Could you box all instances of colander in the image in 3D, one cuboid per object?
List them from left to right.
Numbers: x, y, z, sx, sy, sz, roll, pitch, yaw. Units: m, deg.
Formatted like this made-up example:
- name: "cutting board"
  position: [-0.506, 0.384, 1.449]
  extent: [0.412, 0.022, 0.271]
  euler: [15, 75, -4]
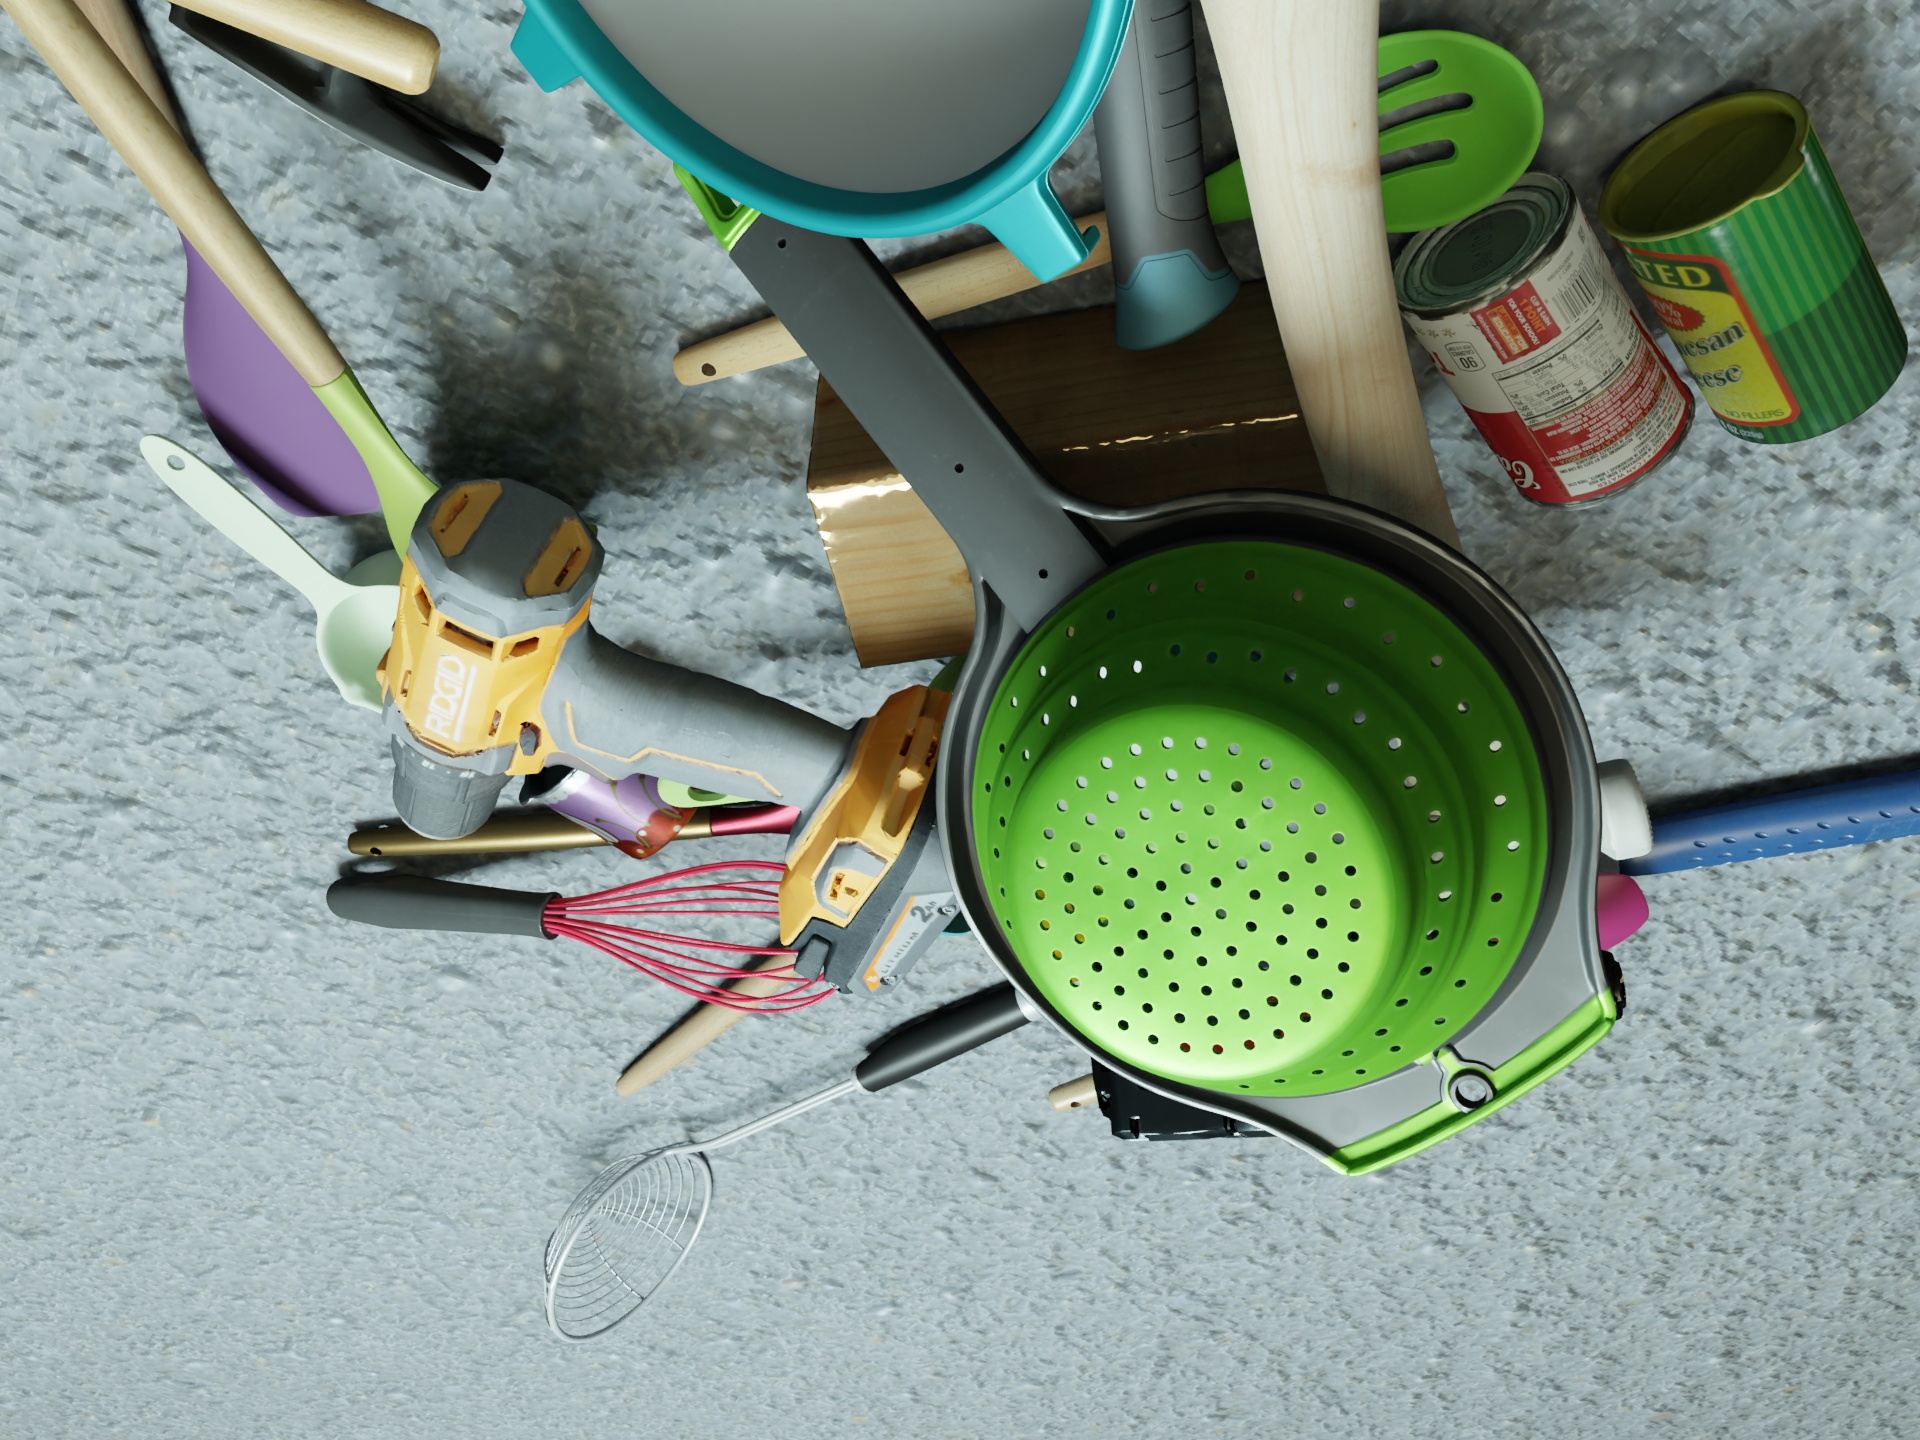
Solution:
- name: "colander"
  position: [0.027, -0.026, 0.467]
  extent: [0.204, 0.094, 0.397]
  euler: [-40, 86, 23]

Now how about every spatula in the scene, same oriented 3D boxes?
- name: "spatula"
  position: [-0.275, -0.197, 0.544]
  extent: [0.060, 0.018, 0.315]
  euler: [-2, 134, 5]
- name: "spatula"
  position: [-0.090, 0.140, 0.831]
  extent: [0.044, 0.082, 0.317]
  euler: [48, 126, -4]

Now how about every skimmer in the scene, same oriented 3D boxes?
- name: "skimmer"
  position: [-0.093, 0.255, 0.910]
  extent: [0.363, 0.090, 0.127]
  euler: [-29, 158, 22]

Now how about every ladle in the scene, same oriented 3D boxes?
- name: "ladle"
  position: [-0.221, -0.144, 0.530]
  extent: [0.078, 0.062, 0.319]
  euler: [4, 145, 25]
- name: "ladle"
  position: [-0.144, 0.052, 0.767]
  extent: [0.315, 0.031, 0.069]
  euler: [-3, 131, 6]

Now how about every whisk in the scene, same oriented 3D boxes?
- name: "whisk"
  position: [-0.274, -0.232, 0.453]
  extent: [0.245, 0.047, 0.051]
  euler: [18, 129, -17]
- name: "whisk"
  position: [-0.178, 0.095, 0.761]
  extent: [0.296, 0.073, 0.073]
  euler: [3, 134, 18]

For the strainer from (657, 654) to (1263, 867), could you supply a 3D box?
- name: "strainer"
  position: [-0.001, -0.002, 0.682]
  extent: [0.256, 0.069, 0.151]
  euler: [-6, 135, 5]

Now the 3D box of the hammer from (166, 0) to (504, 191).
- name: "hammer"
  position: [-0.115, -0.304, 0.431]
  extent: [0.127, 0.034, 0.336]
  euler: [30, 126, -23]

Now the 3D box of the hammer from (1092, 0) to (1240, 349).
- name: "hammer"
  position: [0.043, -0.263, 0.449]
  extent: [0.128, 0.033, 0.330]
  euler: [-7, 126, 9]

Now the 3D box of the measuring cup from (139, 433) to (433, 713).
- name: "measuring cup"
  position: [-0.257, -0.066, 0.653]
  extent: [0.083, 0.038, 0.167]
  euler: [-29, 124, 25]

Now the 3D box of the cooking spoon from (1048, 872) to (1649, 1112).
- name: "cooking spoon"
  position: [0.186, 0.145, 0.803]
  extent: [0.319, 0.017, 0.068]
  euler: [-24, 127, 21]

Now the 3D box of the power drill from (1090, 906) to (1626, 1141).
- name: "power drill"
  position: [0.169, 0.121, 0.667]
  extent: [0.188, 0.080, 0.226]
  euler: [-10, 169, 27]

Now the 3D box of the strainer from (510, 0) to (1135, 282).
- name: "strainer"
  position: [-0.029, -0.277, 0.347]
  extent: [0.211, 0.095, 0.340]
  euler: [26, 145, 19]

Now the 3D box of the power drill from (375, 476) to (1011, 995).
- name: "power drill"
  position: [-0.112, 0.022, 0.605]
  extent: [0.226, 0.084, 0.185]
  euler: [25, 139, -9]

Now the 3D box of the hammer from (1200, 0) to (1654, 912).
- name: "hammer"
  position: [0.126, -0.077, 0.512]
  extent: [0.146, 0.038, 0.410]
  euler: [-14, 131, 16]

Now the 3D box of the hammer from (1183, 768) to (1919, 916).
- name: "hammer"
  position: [0.303, 0.063, 0.763]
  extent: [0.405, 0.035, 0.143]
  euler: [-12, 132, 11]

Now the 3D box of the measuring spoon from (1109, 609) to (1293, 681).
- name: "measuring spoon"
  position: [0.064, -0.042, 0.542]
  extent: [0.128, 0.021, 0.042]
  euler: [30, 138, -9]

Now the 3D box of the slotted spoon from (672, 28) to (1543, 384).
- name: "slotted spoon"
  position: [0.040, -0.169, 0.560]
  extent: [0.314, 0.031, 0.070]
  euler: [-14, 131, 16]
